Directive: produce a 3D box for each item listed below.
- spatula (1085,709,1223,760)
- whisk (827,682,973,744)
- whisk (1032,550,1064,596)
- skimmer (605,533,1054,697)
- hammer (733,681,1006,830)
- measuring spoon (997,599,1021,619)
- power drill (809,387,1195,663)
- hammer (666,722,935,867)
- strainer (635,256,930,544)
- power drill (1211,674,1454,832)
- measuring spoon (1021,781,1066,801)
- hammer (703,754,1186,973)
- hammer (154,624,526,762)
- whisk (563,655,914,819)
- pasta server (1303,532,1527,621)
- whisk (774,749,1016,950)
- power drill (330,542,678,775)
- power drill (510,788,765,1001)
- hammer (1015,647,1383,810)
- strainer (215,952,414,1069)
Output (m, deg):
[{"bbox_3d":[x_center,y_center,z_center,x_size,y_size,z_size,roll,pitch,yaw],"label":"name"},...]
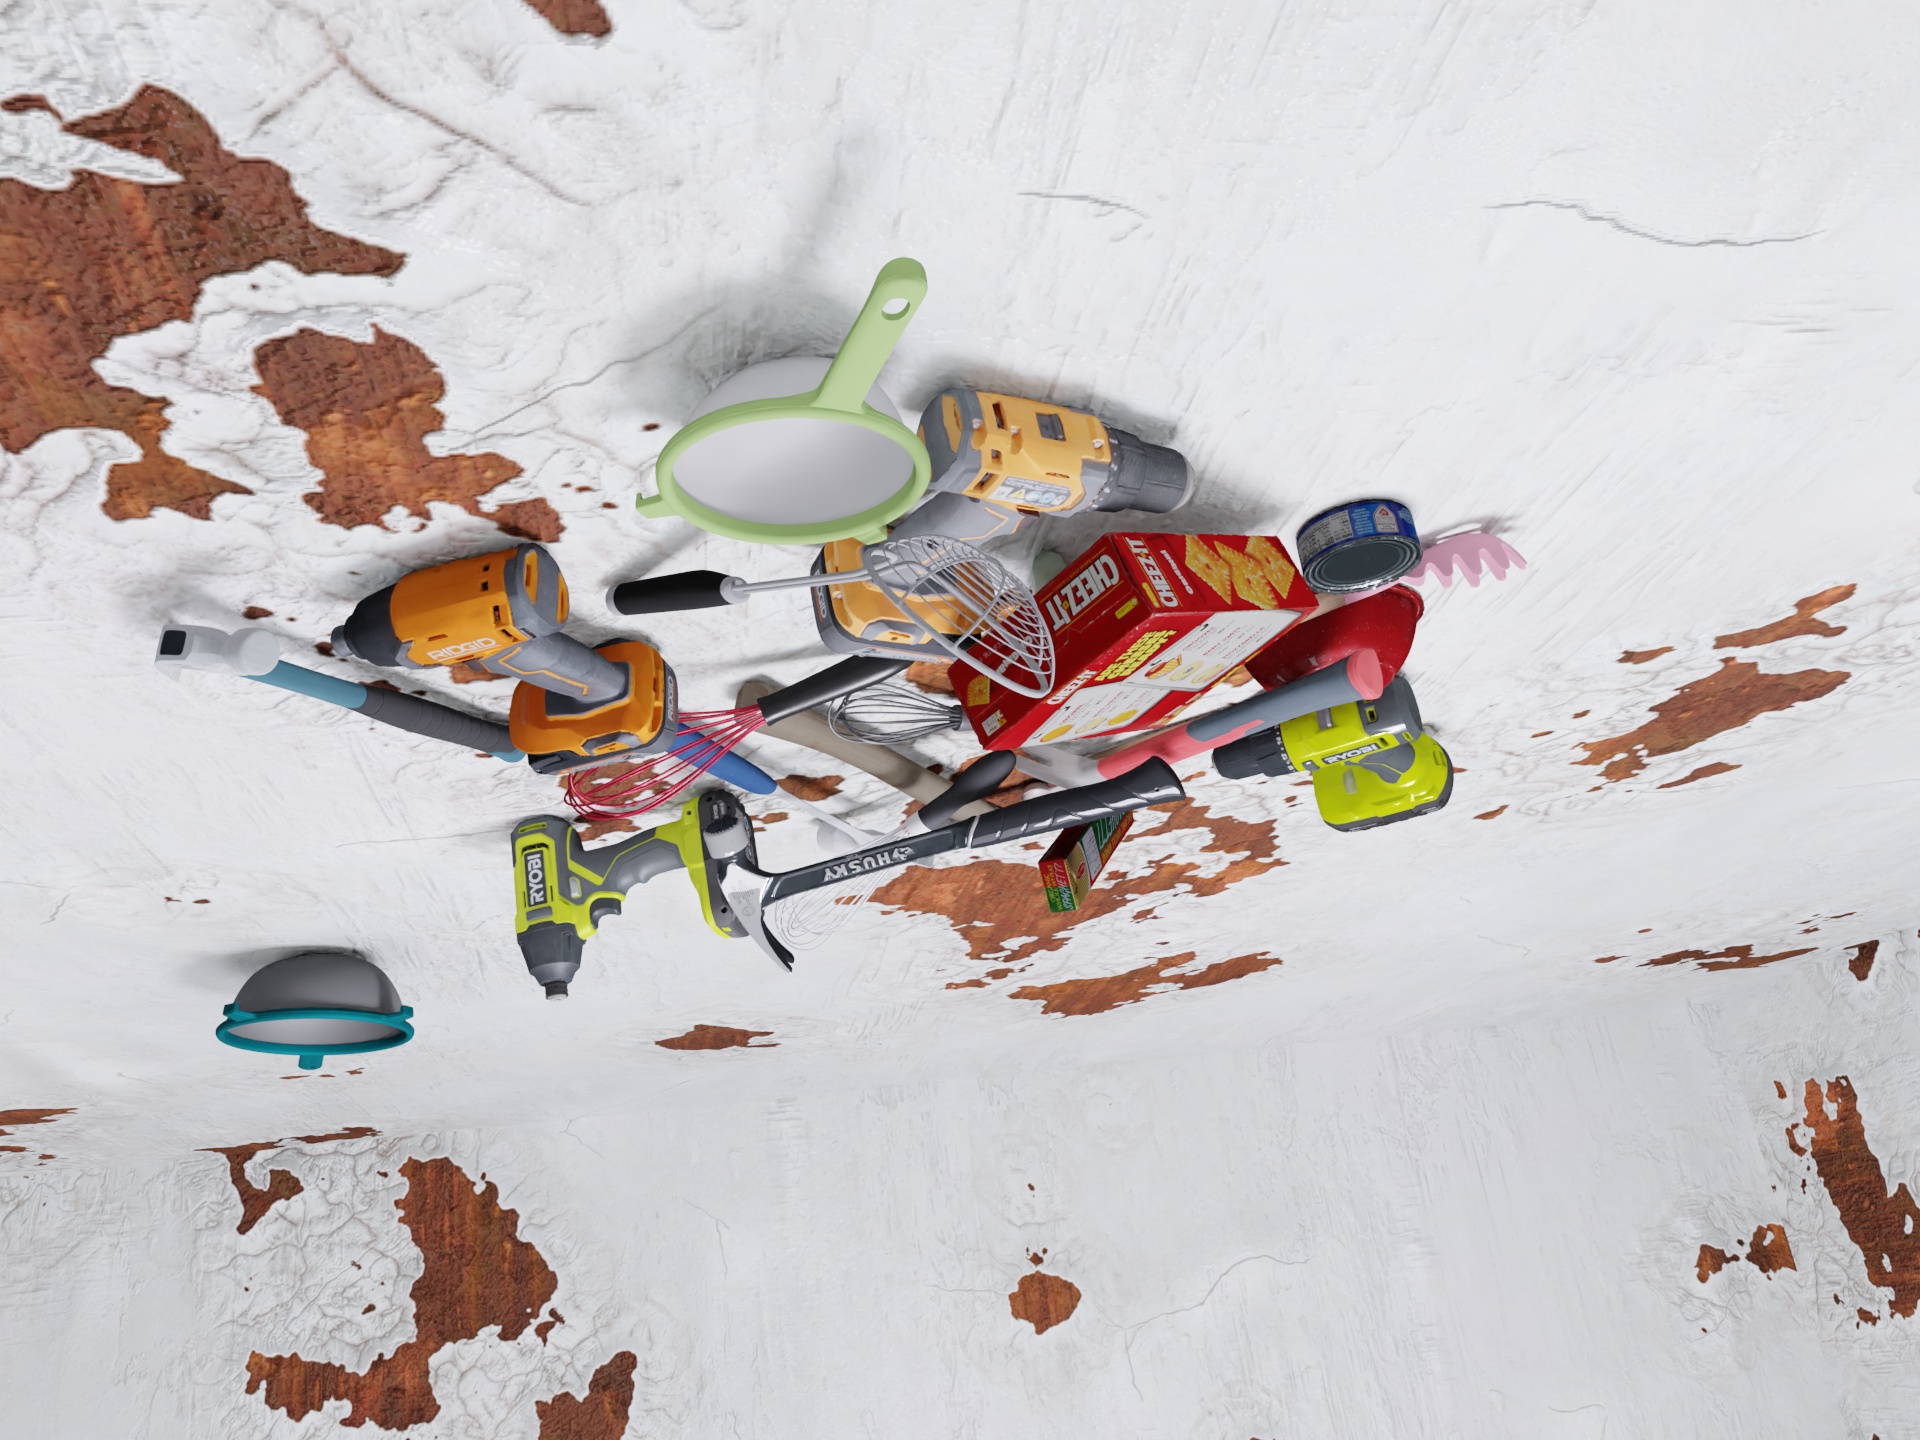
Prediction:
[{"bbox_3d":[0.229,0.002,1.464,0.316,0.018,0.059,-20,162,27],"label":"spatula"},{"bbox_3d":[-0.002,-0.006,1.339,0.238,0.055,0.055,0,157,-31],"label":"whisk"},{"bbox_3d":[0.066,-0.055,1.222,0.059,0.058,0.246,11,152,8],"label":"whisk"},{"bbox_3d":[-0.101,-0.056,0.972,0.363,0.090,0.127,-1,166,39],"label":"skimmer"},{"bbox_3d":[-0.053,0.041,1.422,0.146,0.038,0.410,-9,159,29],"label":"hammer"},{"bbox_3d":[0.045,-0.070,1.238,0.021,0.011,0.116,-24,160,4],"label":"measuring spoon"},{"bbox_3d":[0.024,-0.121,1.017,0.185,0.084,0.226,4,151,-32],"label":"power drill"},{"bbox_3d":[-0.163,0.061,1.418,0.144,0.035,0.405,6,164,31],"label":"hammer"},{"bbox_3d":[-0.074,-0.179,0.839,0.151,0.069,0.256,4,156,-23],"label":"strainer"},{"bbox_3d":[0.363,0.037,1.522,0.190,0.080,0.228,-19,153,26],"label":"power drill"},{"bbox_3d":[0.115,0.054,1.567,0.124,0.018,0.034,-24,138,22],"label":"measuring spoon"},{"bbox_3d":[-0.007,0.107,1.374,0.409,0.149,0.036,-15,-161,6],"label":"hammer"},{"bbox_3d":[-0.427,-0.014,1.148,0.128,0.033,0.330,5,169,26],"label":"hammer"},{"bbox_3d":[-0.170,0.001,1.225,0.296,0.073,0.073,-23,158,-1],"label":"whisk"},{"bbox_3d":[0.268,-0.078,1.212,0.316,0.040,0.060,-20,171,14],"label":"pasta server"},{"bbox_3d":[-0.061,0.111,1.422,0.284,0.070,0.070,-39,148,17],"label":"whisk"},{"bbox_3d":[-0.312,-0.038,1.106,0.164,0.084,0.226,-12,154,15],"label":"power drill"},{"bbox_3d":[-0.303,0.159,1.477,0.223,0.171,0.080,-13,158,5],"label":"power drill"},{"bbox_3d":[0.198,0.005,1.332,0.143,0.038,0.386,18,157,-24],"label":"hammer"},{"bbox_3d":[-0.759,0.342,1.878,0.211,0.095,0.340,5,157,-22],"label":"strainer"}]
